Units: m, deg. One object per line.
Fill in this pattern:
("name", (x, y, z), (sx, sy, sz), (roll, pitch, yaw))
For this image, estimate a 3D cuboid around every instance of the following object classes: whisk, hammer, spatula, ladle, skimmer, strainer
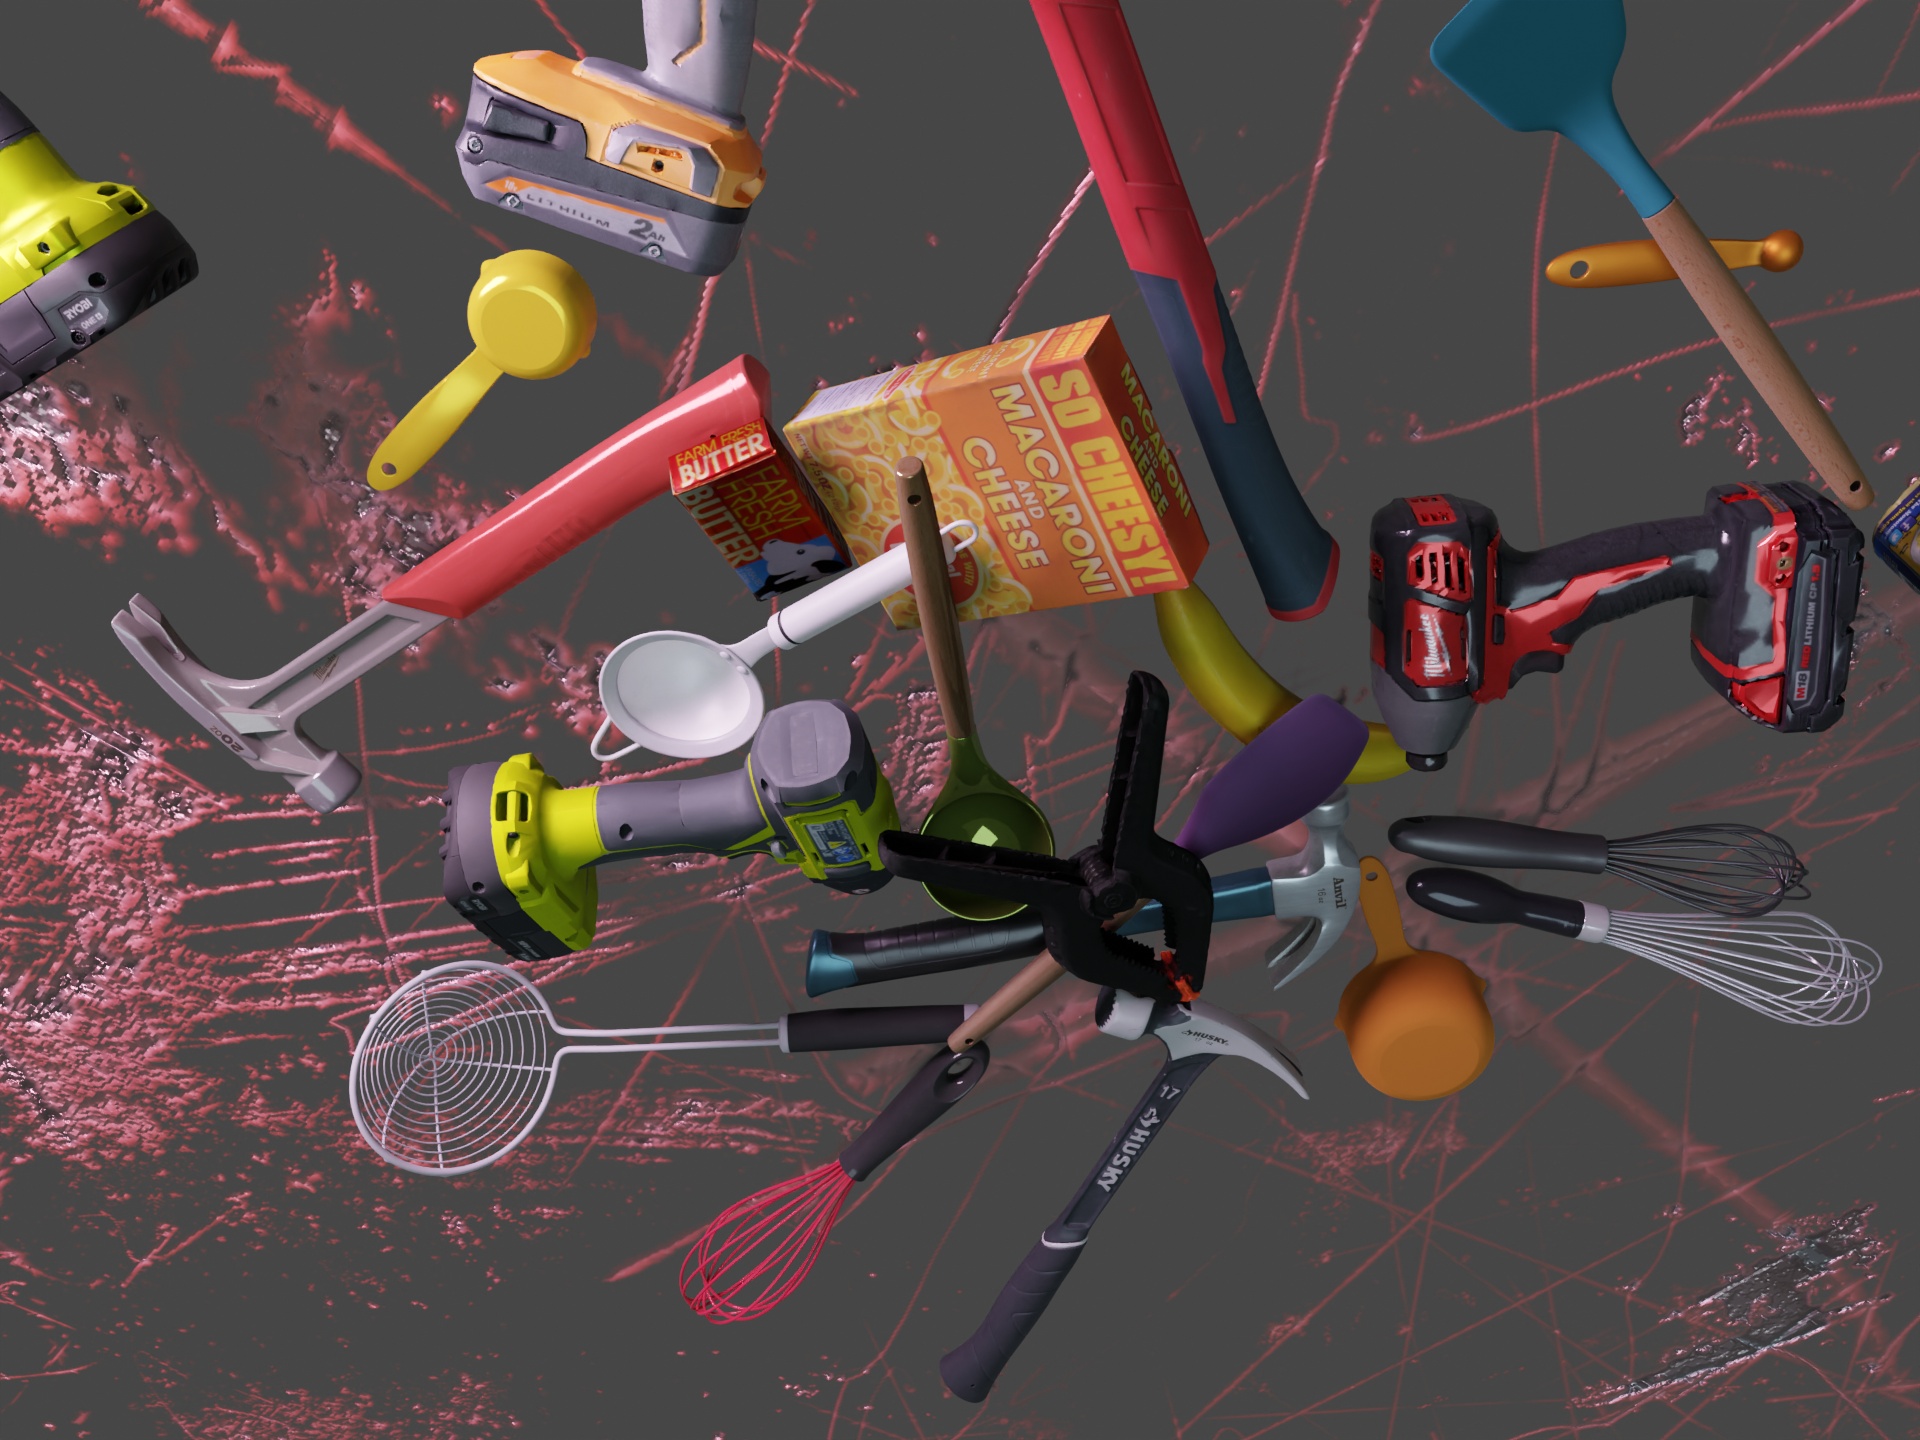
("whisk", (0.397, 0.123, 0.926), (0.284, 0.070, 0.070), (13, 122, -3))
("hammer", (0.082, -0.191, 0.702), (0.143, 0.038, 0.385), (-36, 124, -11))
("hammer", (0.067, 0.117, 0.931), (0.331, 0.033, 0.128), (-10, 121, 7))
("hammer", (-0.248, -0.084, 0.796), (0.359, 0.037, 0.149), (-29, 119, 18))
("whisk", (-0.083, 0.303, 1.039), (0.073, 0.073, 0.296), (37, 110, -22))
("spatula", (0.326, -0.205, 0.705), (0.082, 0.044, 0.317), (-40, 109, 17))
("ladle", (-0.001, -0.003, 0.784), (0.078, 0.062, 0.319), (-10, 143, 1))
("skimmer", (-0.168, 0.199, 0.948), (0.363, 0.090, 0.127), (-3, 95, -1))
("hammer", (0.084, 0.336, 1.073), (0.149, 0.036, 0.408), (18, 122, -13))
("strainer", (-0.091, -0.043, 0.794), (0.258, 0.050, 0.086), (-25, 126, 32))
("whisk", (0.361, 0.078, 0.900), (0.239, 0.055, 0.055), (6, 123, 0))
("spatula", (0.100, 0.096, 0.883), (0.059, 0.018, 0.316), (34, 118, -24))

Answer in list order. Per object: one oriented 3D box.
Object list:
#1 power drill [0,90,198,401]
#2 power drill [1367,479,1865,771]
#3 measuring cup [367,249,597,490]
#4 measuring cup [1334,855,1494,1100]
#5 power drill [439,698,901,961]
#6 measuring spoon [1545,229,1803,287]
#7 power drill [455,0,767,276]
("power drill", (-0.461, -0.247, 0.666), (0.190, 0.080, 0.228), (-25, 117, 15))
("power drill", (0.316, -0.045, 0.795), (0.219, 0.079, 0.143), (-3, 114, 6))
("measuring cup", (-0.234, -0.156, 0.752), (0.156, 0.029, 0.062), (-39, 115, 21))
("measuring cup", (0.264, 0.157, 0.944), (0.095, 0.052, 0.173), (-18, 123, 11))
("power drill", (-0.145, 0.065, 0.852), (0.223, 0.080, 0.171), (-9, 151, 4))
("measuring spoon", (0.329, -0.210, 0.730), (0.117, 0.011, 0.021), (-4, 123, 2))
("power drill", (-0.137, -0.313, 0.623), (0.185, 0.084, 0.226), (17, 117, -11))
